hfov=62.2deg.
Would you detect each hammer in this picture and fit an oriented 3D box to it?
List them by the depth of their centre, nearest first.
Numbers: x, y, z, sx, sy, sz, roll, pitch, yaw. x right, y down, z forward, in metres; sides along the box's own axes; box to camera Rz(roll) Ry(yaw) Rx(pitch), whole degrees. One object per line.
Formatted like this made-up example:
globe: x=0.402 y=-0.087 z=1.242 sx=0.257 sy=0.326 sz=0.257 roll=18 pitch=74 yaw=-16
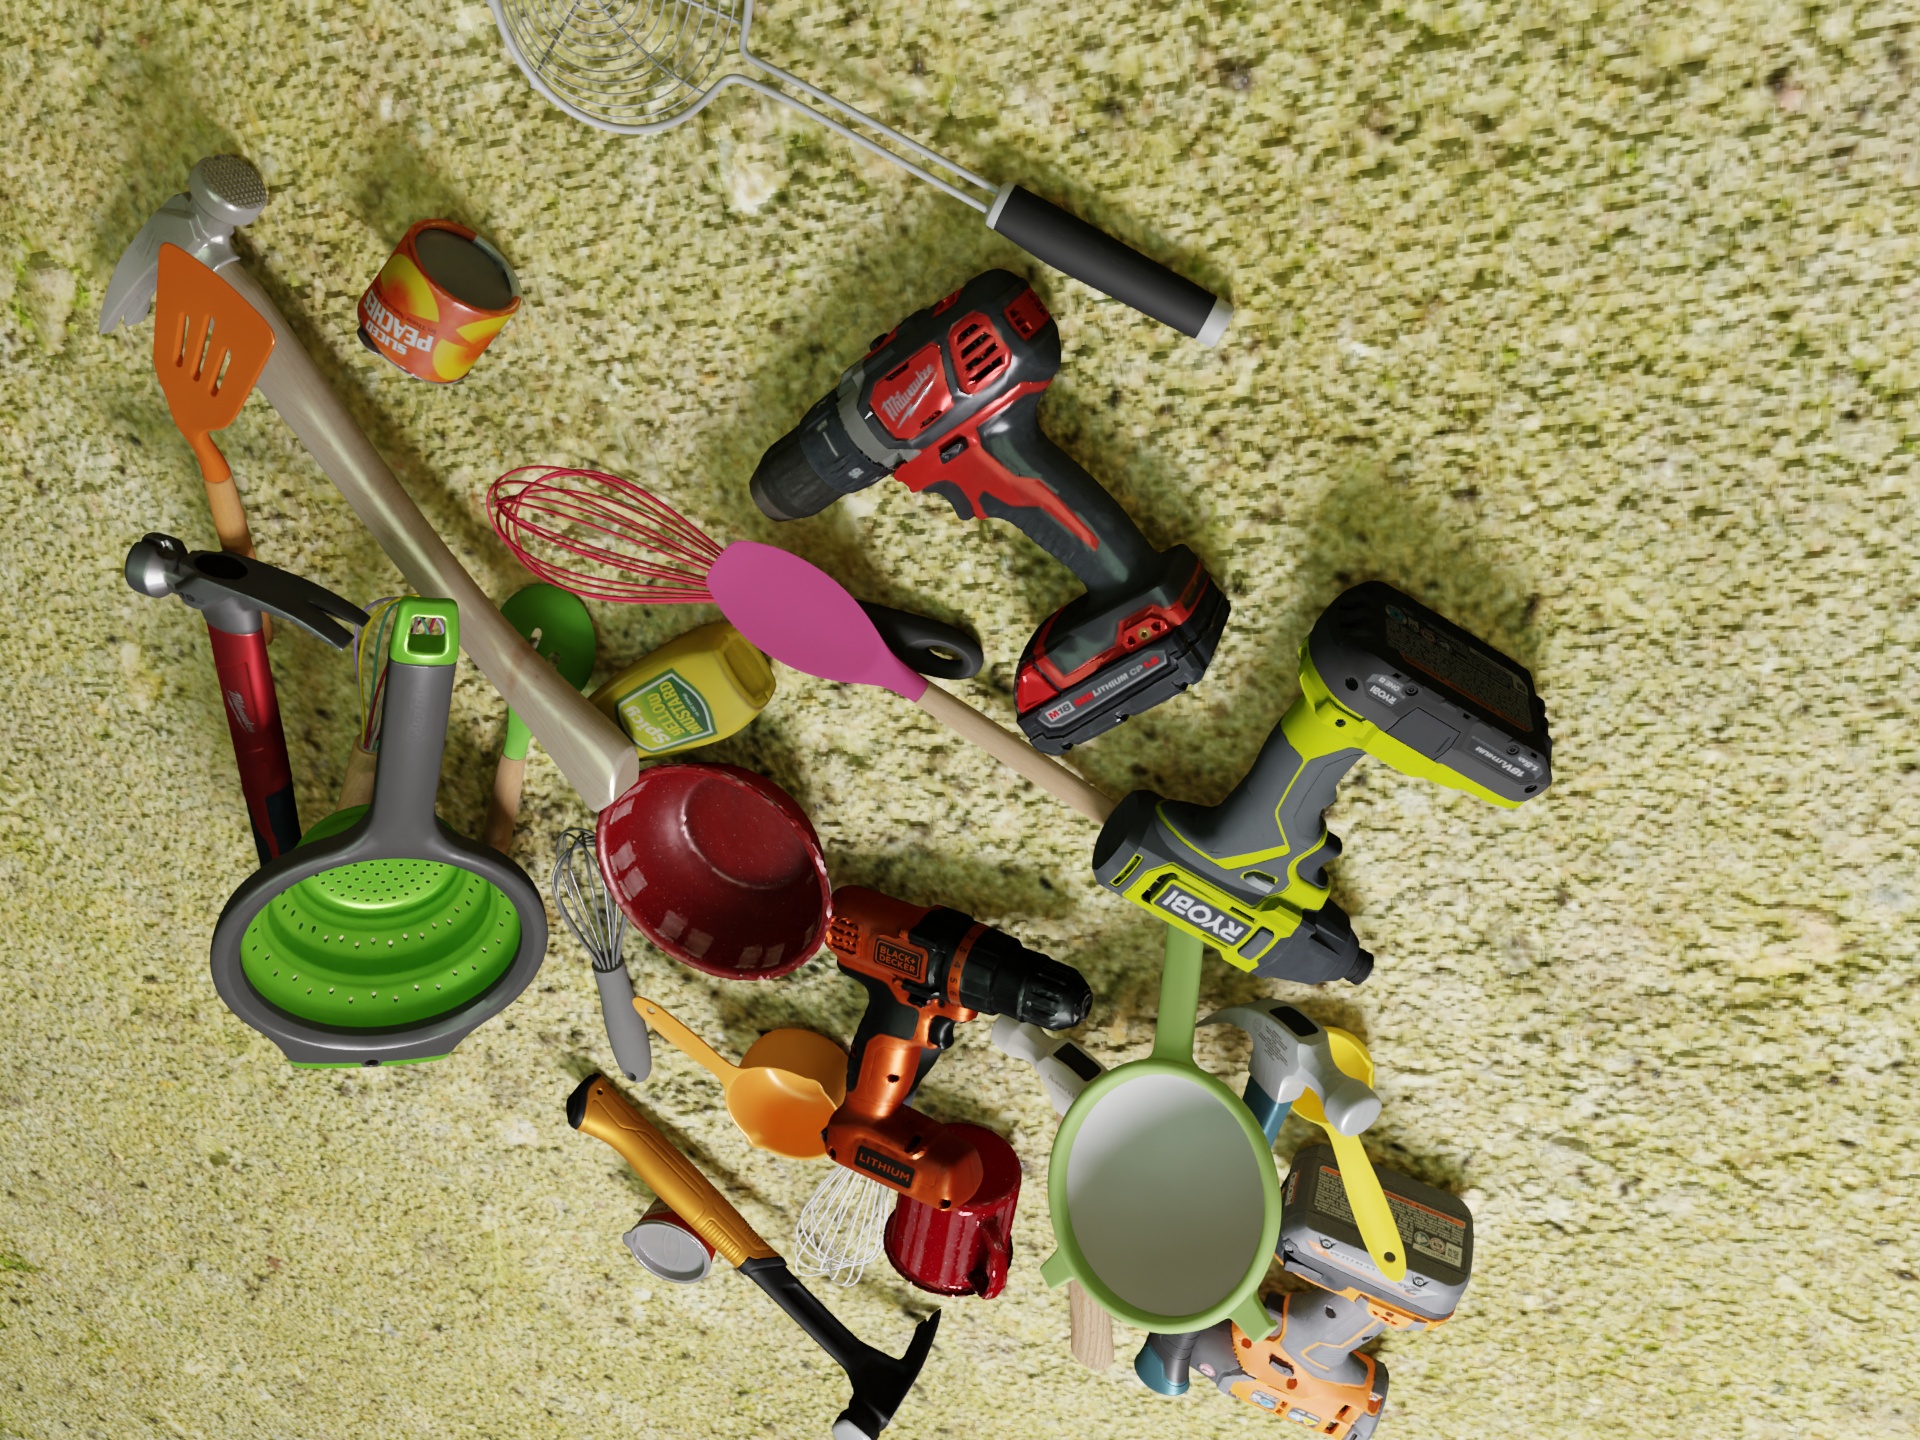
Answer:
hammer: x=-0.334 y=-0.112 z=0.925 sx=0.146 sy=0.038 sz=0.410 roll=-31 pitch=100 yaw=34
hammer: x=0.164 y=0.310 z=0.996 sx=0.033 sy=0.128 sz=0.330 roll=-7 pitch=126 yaw=-29
hammer: x=-0.449 y=0.048 z=1.063 sx=0.143 sy=0.038 sz=0.386 roll=19 pitch=135 yaw=5
hammer: x=0.086 y=0.342 z=1.085 sx=0.130 sy=0.031 sz=0.331 roll=31 pitch=141 yaw=39
hammer: x=-0.162 y=0.387 z=1.197 sx=0.337 sy=0.127 sz=0.034 roll=44 pitch=127 yaw=1

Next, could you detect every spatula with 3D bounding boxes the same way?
spatula: x=-0.419 y=-0.134 z=0.922 sx=0.081 sy=0.041 sz=0.322 roll=39 pitch=149 yaw=7

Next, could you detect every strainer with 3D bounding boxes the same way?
strainer: x=0.135 y=0.223 z=0.935 sx=0.151 sy=0.256 sz=0.069 roll=-1 pitch=167 yaw=38

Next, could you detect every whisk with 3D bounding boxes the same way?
whisk: x=-0.128 y=-0.078 z=0.896 sx=0.296 sy=0.073 sz=0.073 roll=18 pitch=126 yaw=0
whisk: x=-0.380 y=0.002 z=1.047 sx=0.051 sy=0.047 sz=0.245 roll=39 pitch=131 yaw=7
whisk: x=-0.241 y=0.169 z=1.104 sx=0.055 sy=0.055 sz=0.238 roll=8 pitch=128 yaw=15
whisk: x=-0.060 y=0.301 z=1.119 sx=0.070 sy=0.070 sz=0.284 roll=23 pitch=122 yaw=4

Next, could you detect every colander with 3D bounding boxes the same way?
colander: x=-0.357 y=0.061 z=1.002 sx=0.204 sy=0.095 sz=0.396 roll=2 pitch=130 yaw=-25

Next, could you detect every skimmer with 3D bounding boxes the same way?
skimmer: x=-0.034 y=-0.268 z=0.716 sx=0.363 sy=0.090 sz=0.127 roll=28 pitch=92 yaw=-3

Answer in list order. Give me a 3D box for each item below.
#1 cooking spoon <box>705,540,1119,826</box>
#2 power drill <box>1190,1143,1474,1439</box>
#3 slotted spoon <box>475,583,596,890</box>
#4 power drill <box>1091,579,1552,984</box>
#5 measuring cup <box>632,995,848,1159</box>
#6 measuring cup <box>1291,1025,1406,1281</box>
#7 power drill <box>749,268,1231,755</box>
cooking spoon: x=-0.001 y=-0.003 z=0.892 sx=0.318 sy=0.017 sz=0.068 roll=33 pitch=128 yaw=-15
power drill: x=0.227 y=0.384 z=1.056 sx=0.164 sy=0.084 sz=0.226 roll=21 pitch=130 yaw=8
slotted spoon: x=-0.296 y=0.040 z=1.049 sx=0.070 sy=0.031 sz=0.313 roll=29 pitch=128 yaw=6
power drill: x=0.198 y=0.048 z=0.844 sx=0.171 sy=0.080 sz=0.223 roll=29 pitch=128 yaw=-10
measuring cup: x=-0.147 y=0.231 z=1.105 sx=0.173 sy=0.052 sz=0.095 roll=38 pitch=126 yaw=-5
measuring cup: x=0.239 y=0.260 z=0.963 sx=0.062 sy=0.029 sz=0.156 roll=-21 pitch=86 yaw=23
power drill: x=0.012 y=-0.095 z=0.823 sx=0.188 sy=0.080 sz=0.226 roll=-29 pitch=106 yaw=32
